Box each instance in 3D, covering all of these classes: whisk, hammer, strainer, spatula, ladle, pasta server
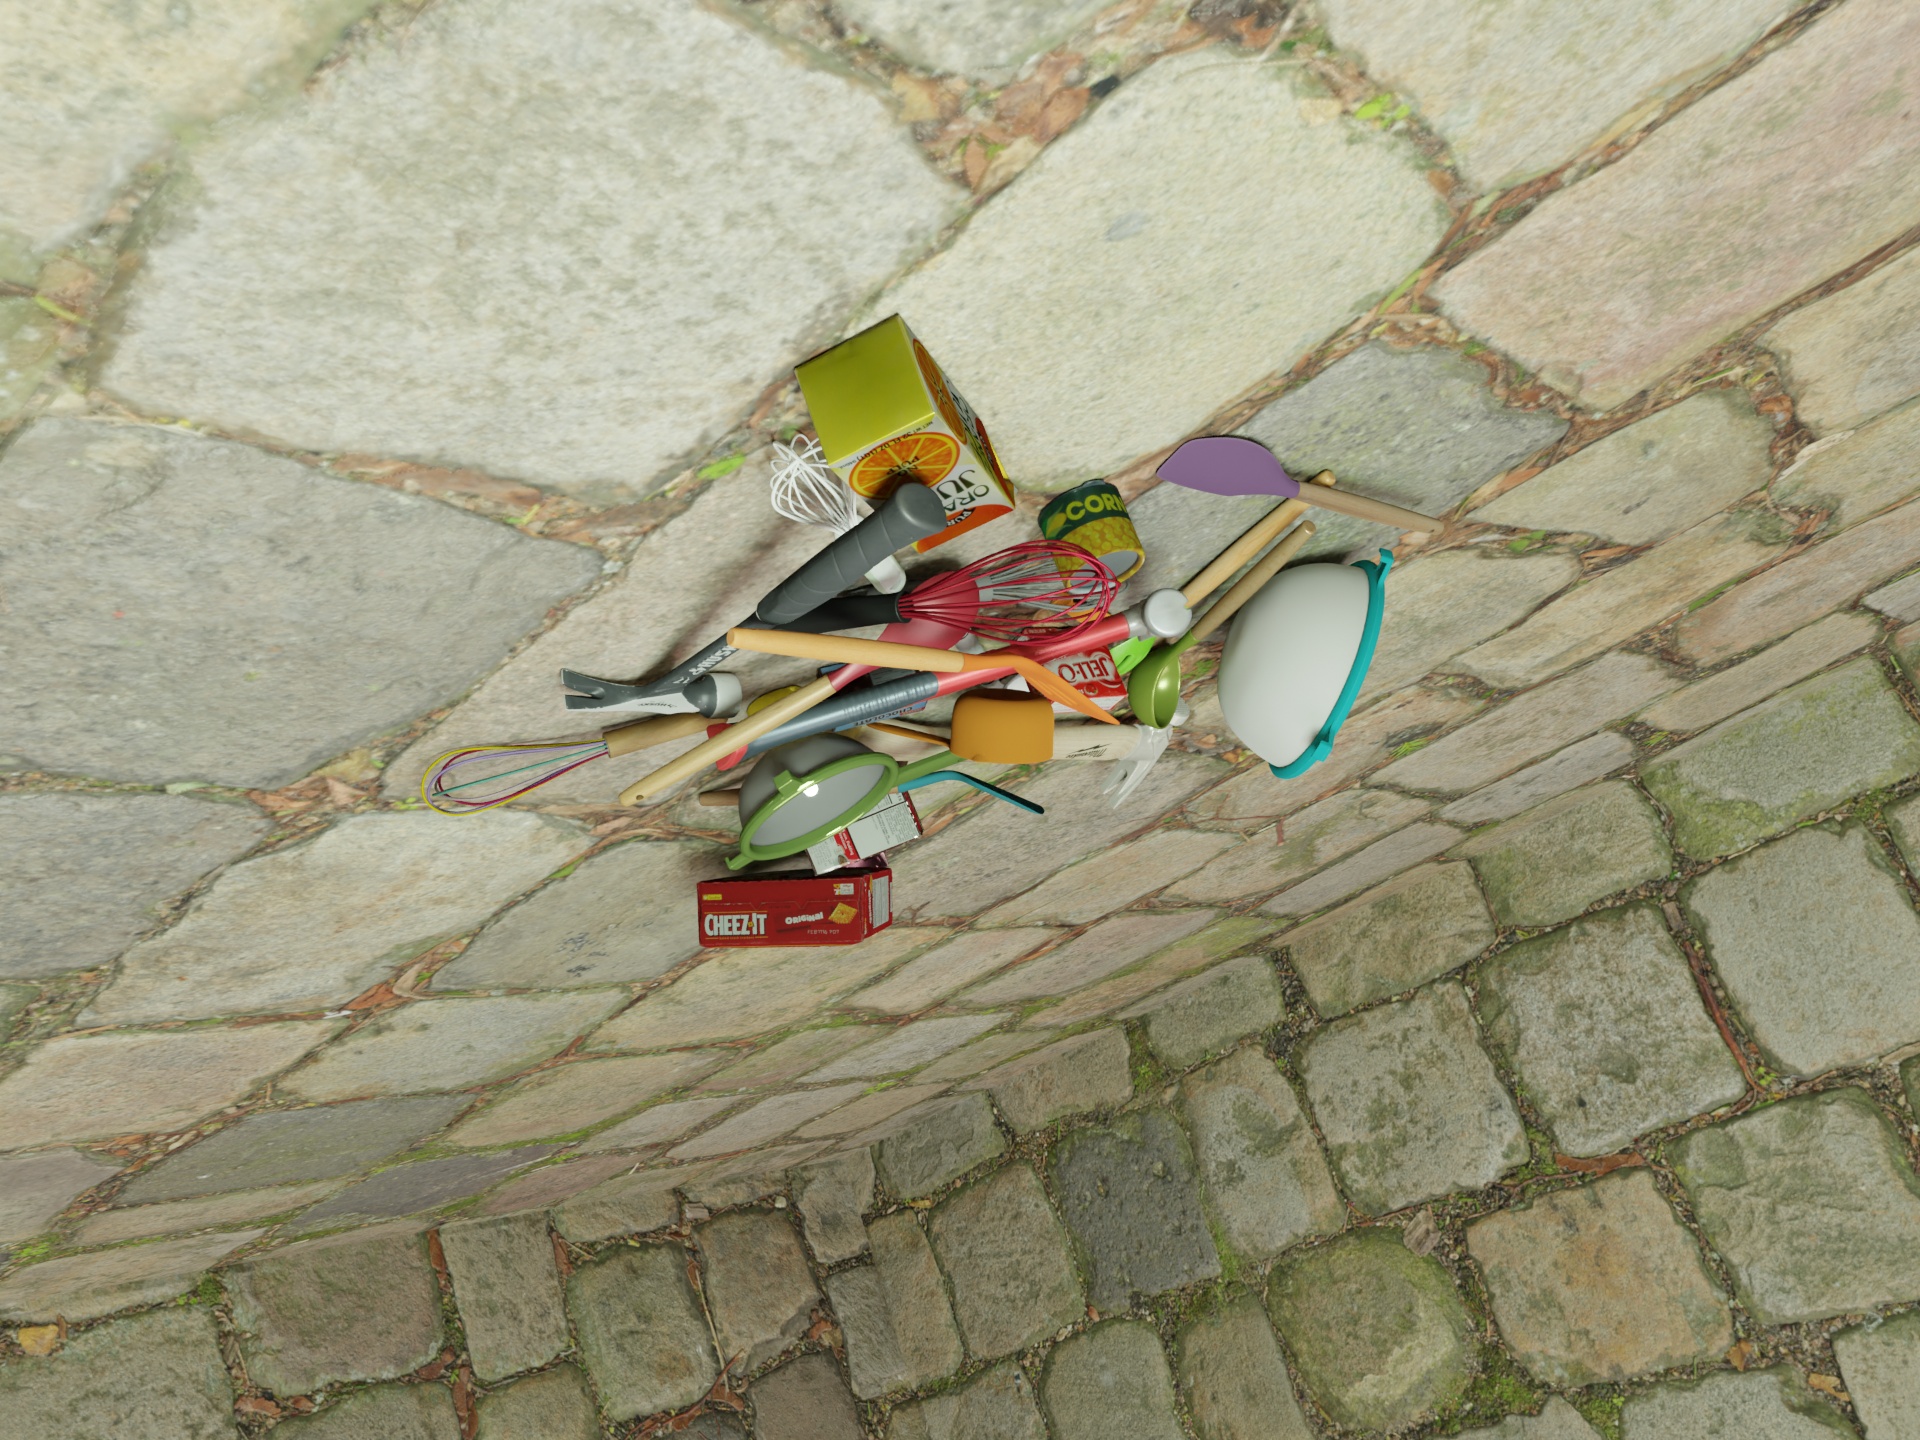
[{"bbox_3d":[-0.302,0.023,1.259,0.245,0.047,0.051,-17,171,-20],"label":"whisk"},{"bbox_3d":[0.041,0.030,1.547,0.410,0.038,0.146,1,135,-38],"label":"hammer"},{"bbox_3d":[0.025,-0.038,1.399,0.087,0.050,0.258,-54,153,-10],"label":"strainer"},{"bbox_3d":[-0.022,-0.034,1.124,0.322,0.041,0.081,5,-168,-37],"label":"spatula"},{"bbox_3d":[0.284,-0.181,1.268,0.315,0.018,0.059,7,144,-37],"label":"spatula"},{"bbox_3d":[-0.023,-0.081,1.112,0.296,0.073,0.073,-3,170,32],"label":"whisk"},{"bbox_3d":[0.021,-0.101,1.234,0.239,0.055,0.055,-9,157,-18],"label":"whisk"},{"bbox_3d":[-0.136,-0.070,1.072,0.149,0.036,0.409,-1,164,-35],"label":"hammer"},{"bbox_3d":[0.234,-0.084,1.413,0.062,0.078,0.320,31,147,-6],"label":"ladle"},{"bbox_3d":[-0.120,-0.017,1.197,0.315,0.031,0.069,-30,136,3],"label":"ladle"},{"bbox_3d":[-0.013,-0.033,1.279,0.386,0.038,0.143,-17,-179,-6],"label":"hammer"},{"bbox_3d":[-0.082,0.072,1.464,0.317,0.044,0.082,-4,-177,2],"label":"spatula"},{"bbox_3d":[0.280,-0.054,1.494,0.095,0.211,0.340,21,171,-7],"label":"strainer"},{"bbox_3d":[-0.076,-0.131,1.076,0.058,0.059,0.246,-49,162,-2],"label":"whisk"},{"bbox_3d":[-0.092,0.037,1.379,0.256,0.069,0.151,-19,158,-36],"label":"strainer"},{"bbox_3d":[-0.084,0.099,1.638,0.060,0.040,0.316,6,151,-11],"label":"pasta server"}]

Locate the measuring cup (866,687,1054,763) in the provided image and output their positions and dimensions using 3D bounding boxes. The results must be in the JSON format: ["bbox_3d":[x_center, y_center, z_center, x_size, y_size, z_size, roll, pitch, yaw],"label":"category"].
[{"bbox_3d":[-0.002,-0.004,1.350,0.174,0.052,0.095,11,-167,24],"label":"measuring cup"}]

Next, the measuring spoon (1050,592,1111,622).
[{"bbox_3d":[0.106,-0.096,1.373,0.021,0.011,0.116,-29,161,22],"label":"measuring spoon"}]

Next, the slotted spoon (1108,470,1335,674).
[{"bbox_3d":[0.211,-0.118,1.385,0.070,0.031,0.313,-13,159,-45],"label":"slotted spoon"}]

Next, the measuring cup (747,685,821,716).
[{"bbox_3d":[-0.109,-0.004,1.371,0.156,0.029,0.062,-1,152,-34],"label":"measuring cup"}]
